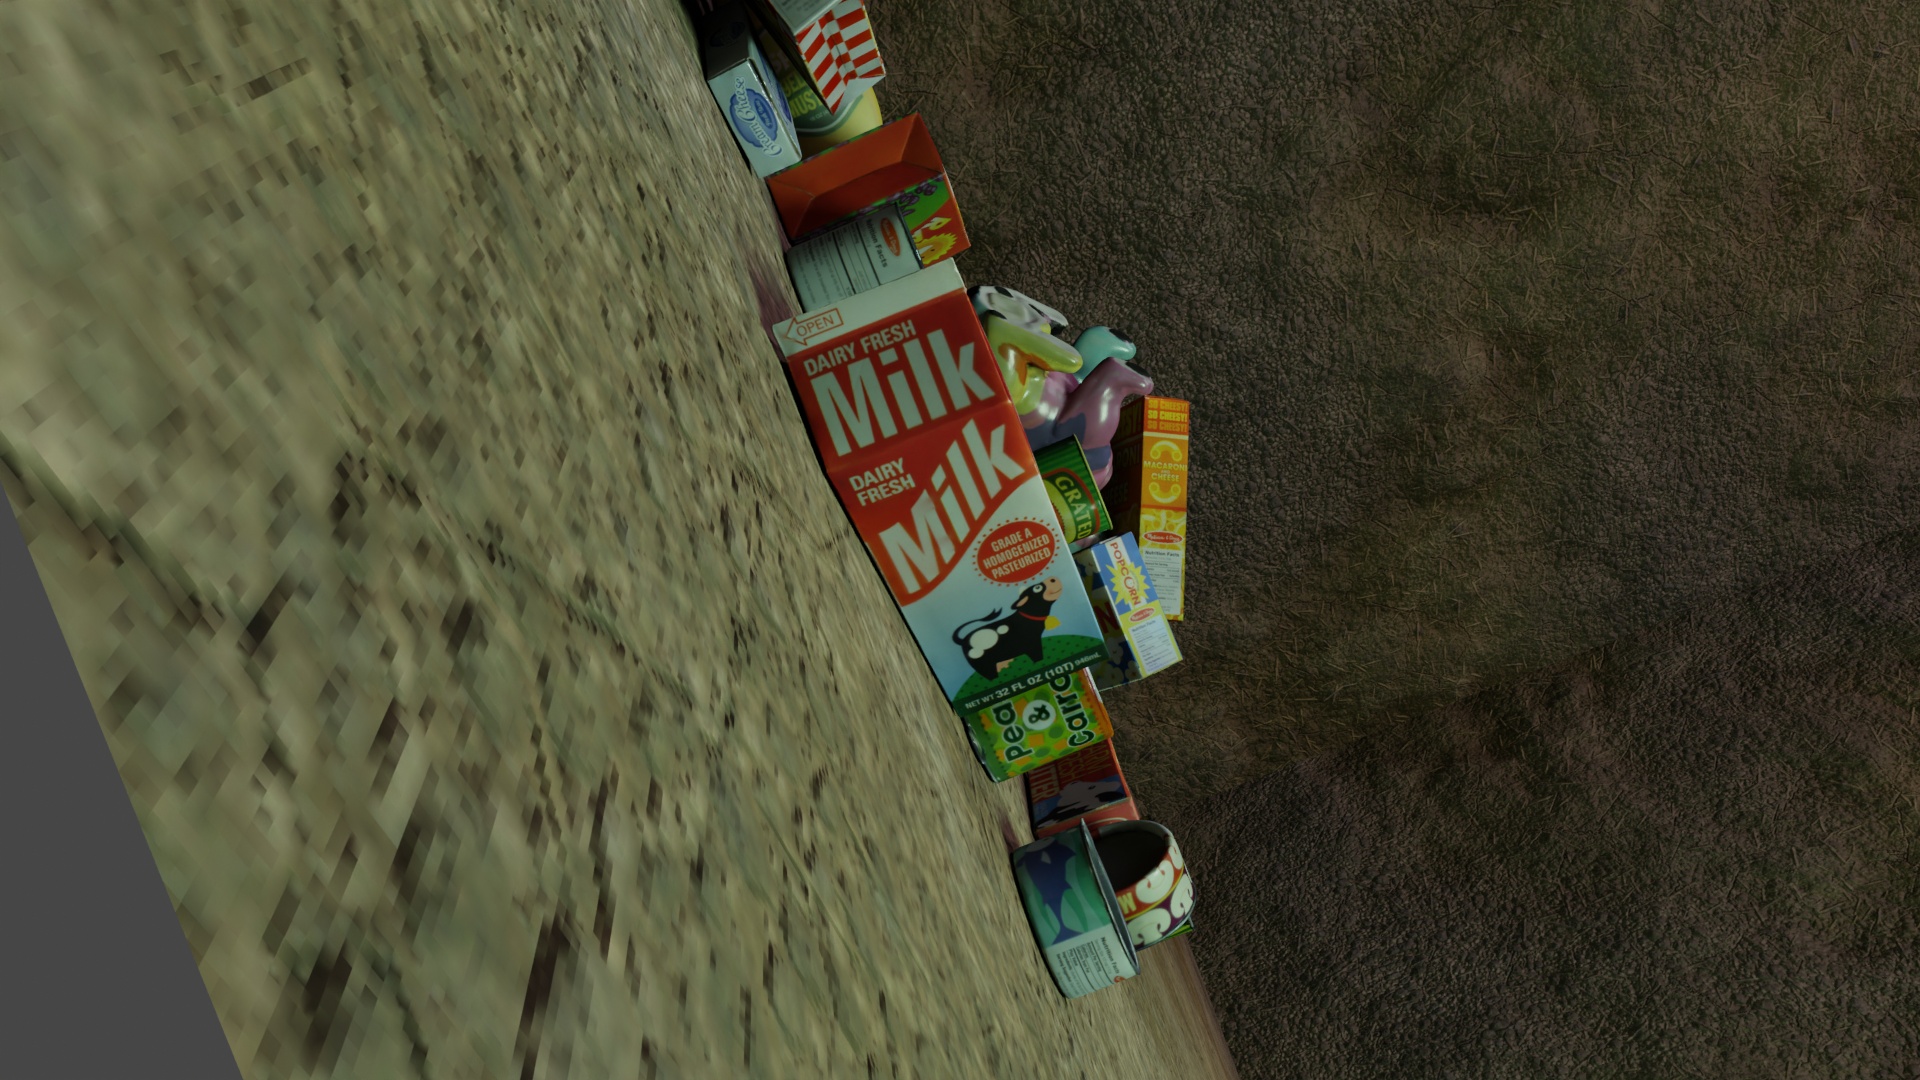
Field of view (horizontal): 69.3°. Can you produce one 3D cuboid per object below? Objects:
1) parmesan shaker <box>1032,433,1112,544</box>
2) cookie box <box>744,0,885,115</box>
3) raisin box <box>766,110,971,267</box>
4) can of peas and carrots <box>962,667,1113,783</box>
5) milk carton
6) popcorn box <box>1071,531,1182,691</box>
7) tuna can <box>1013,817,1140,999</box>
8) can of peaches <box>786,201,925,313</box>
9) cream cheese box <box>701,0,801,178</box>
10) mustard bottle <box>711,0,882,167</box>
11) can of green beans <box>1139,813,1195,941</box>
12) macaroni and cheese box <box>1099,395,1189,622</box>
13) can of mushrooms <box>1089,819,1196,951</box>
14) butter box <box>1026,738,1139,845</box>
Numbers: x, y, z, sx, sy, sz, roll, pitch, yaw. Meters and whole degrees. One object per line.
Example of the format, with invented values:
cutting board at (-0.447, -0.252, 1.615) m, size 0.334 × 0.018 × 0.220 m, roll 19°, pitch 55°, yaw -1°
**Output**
parmesan shaker at (0.039, -0.017, 0.899) m, size 0.071 × 0.103 × 0.071 m, roll -27°, pitch 94°, yaw -86°
cookie box at (-0.105, -0.298, 0.664) m, size 0.167 × 0.040 × 0.123 m, roll 53°, pitch 3°, yaw 1°
raisin box at (-0.045, -0.175, 0.747) m, size 0.123 × 0.086 × 0.040 m, roll 41°, pitch 25°, yaw -82°
can of peas and carrots at (0.031, 0.070, 0.631) m, size 0.071 × 0.059 × 0.071 m, roll -27°, pitch 95°, yaw -86°
milk carton at (-0.005, -0.023, 0.550) m, size 0.074 × 0.072 × 0.189 m, roll -108°, pitch 176°, yaw -48°
popcorn box at (0.069, 0.054, 0.870) m, size 0.126 × 0.038 × 0.085 m, roll -25°, pitch -95°, yaw 50°
tuna can at (0.048, 0.153, 0.584) m, size 0.071 × 0.033 × 0.071 m, roll -26°, pitch 95°, yaw -86°
can of peaches at (-0.043, -0.117, 0.659) m, size 0.071 × 0.058 × 0.071 m, roll -28°, pitch 96°, yaw -87°
cream cheese box at (-0.101, -0.219, 0.667) m, size 0.104 × 0.024 × 0.053 m, roll -107°, pitch 172°, yaw -53°
mustard bottle at (-0.100, -0.277, 0.760) m, size 0.160 × 0.065 × 0.049 m, roll 61°, pitch -3°, yaw -18°
can of green beans at (0.090, 0.192, 0.764) m, size 0.071 × 0.058 × 0.071 m, roll -27°, pitch 95°, yaw -87°
macaroni and cheese box at (0.136, -0.018, 1.077) m, size 0.123 × 0.040 × 0.166 m, roll 157°, pitch -63°, yaw -75°
can of mushrooms at (0.076, 0.167, 0.668) m, size 0.071 × 0.071 × 0.033 m, roll -100°, pitch 168°, yaw -73°
butter box at (0.065, 0.140, 0.755) m, size 0.104 × 0.053 × 0.024 m, roll -91°, pitch 161°, yaw -80°
